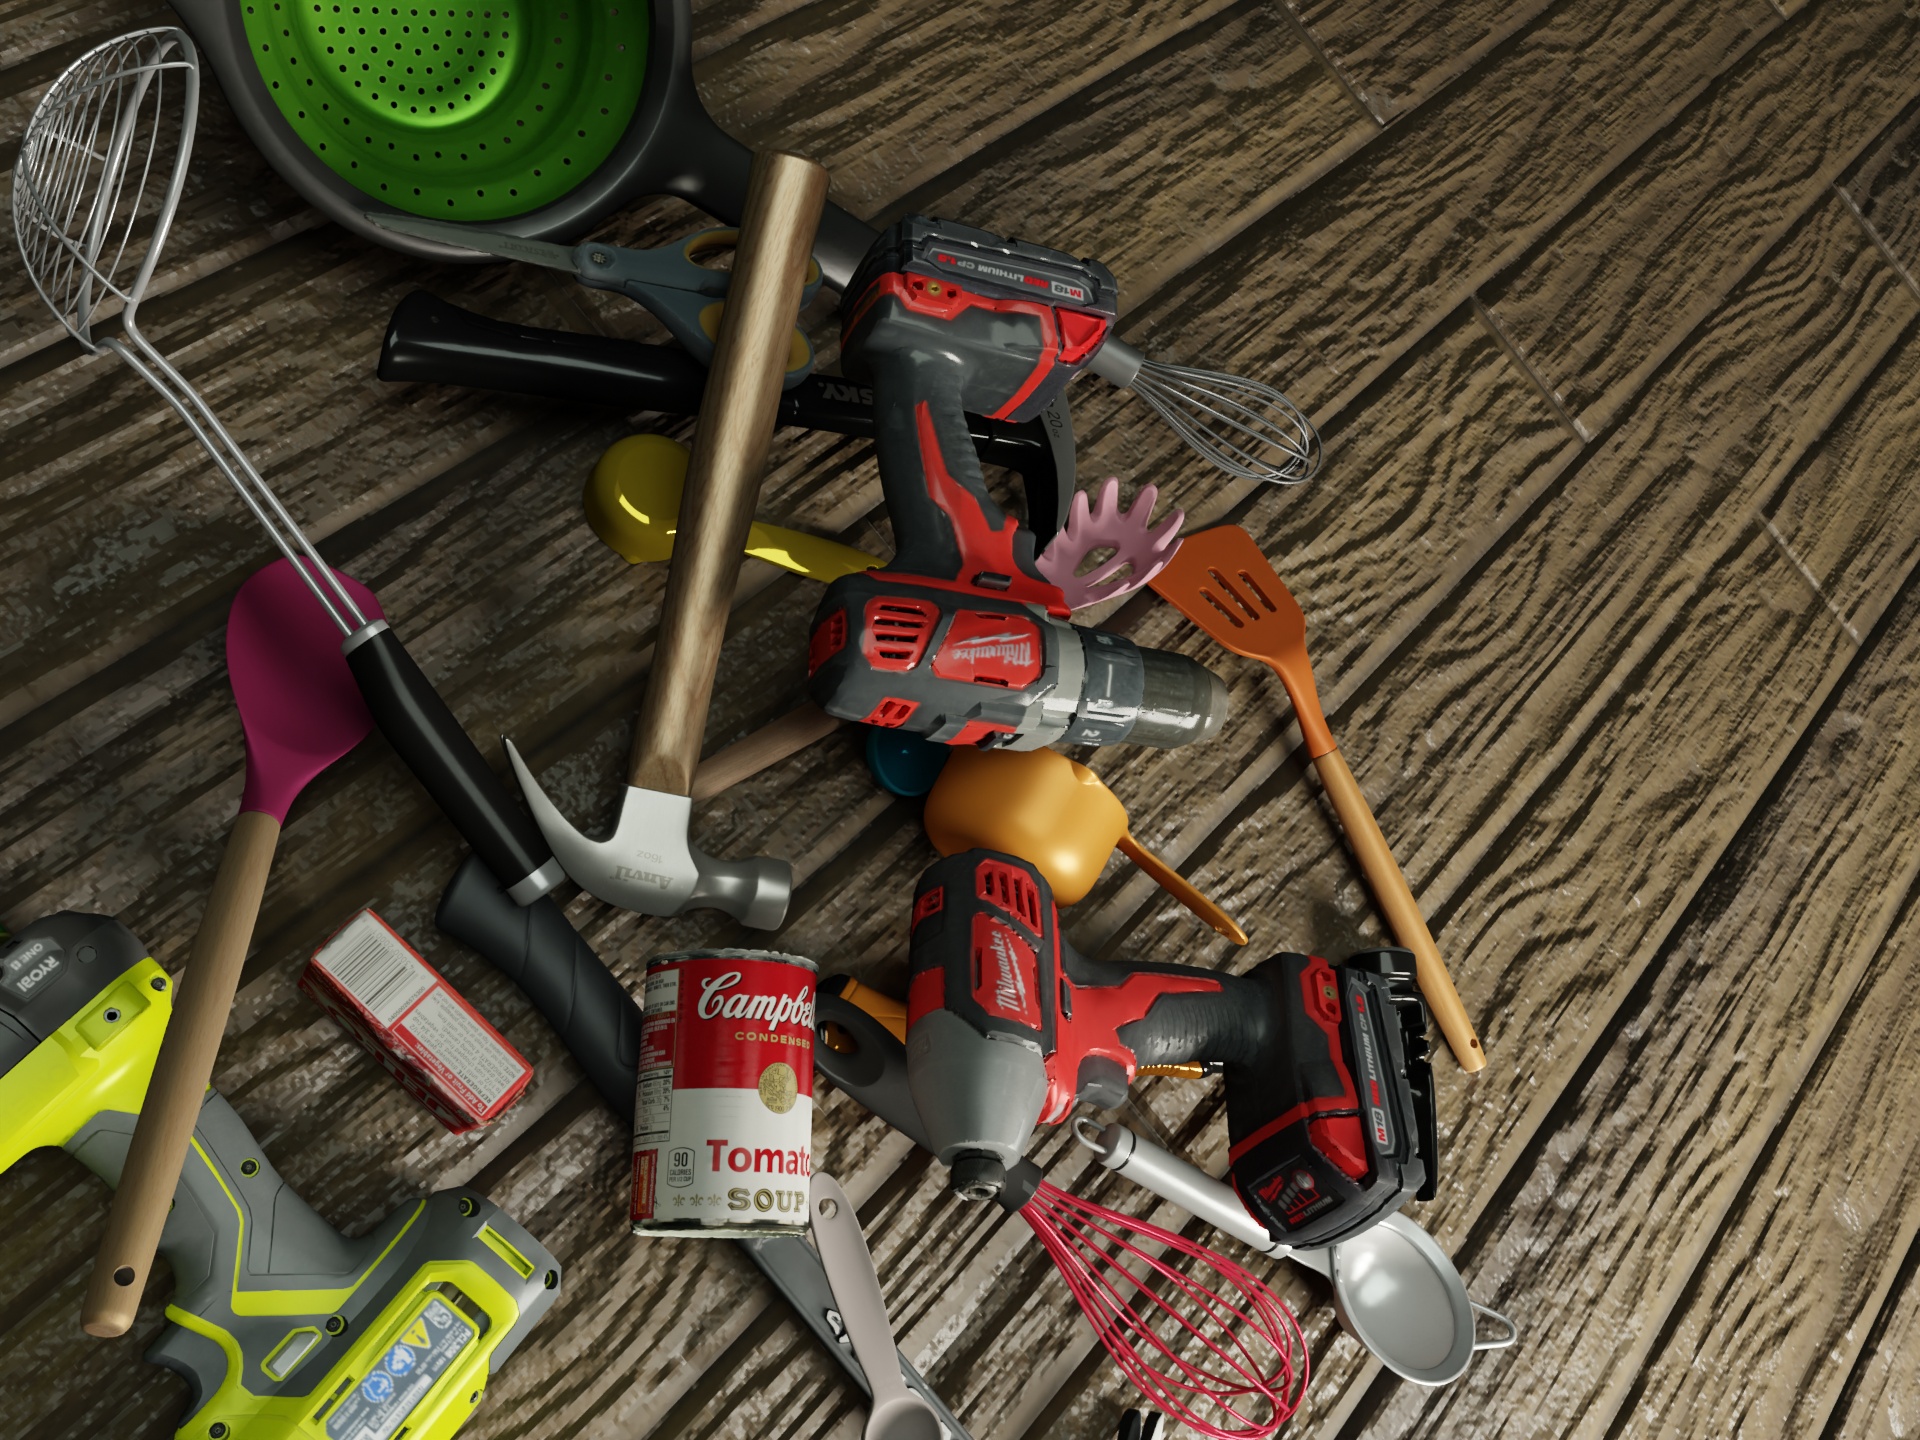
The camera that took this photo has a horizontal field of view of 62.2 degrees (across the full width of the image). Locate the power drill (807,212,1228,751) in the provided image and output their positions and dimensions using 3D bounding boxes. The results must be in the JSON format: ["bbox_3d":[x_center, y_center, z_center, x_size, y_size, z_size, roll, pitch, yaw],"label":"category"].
[{"bbox_3d":[0.028,-0.093,0.704,0.187,0.080,0.227,8,68,-22],"label":"power drill"}]

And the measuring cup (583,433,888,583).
[{"bbox_3d":[-0.097,-0.092,0.746,0.156,0.029,0.062,16,67,-18],"label":"measuring cup"}]

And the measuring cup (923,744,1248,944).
[{"bbox_3d":[0.059,0.073,0.736,0.173,0.095,0.052,38,70,-13],"label":"measuring cup"}]

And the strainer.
[{"bbox_3d":[0.150,0.241,0.736,0.258,0.050,0.087,33,38,-19],"label":"strainer"}]

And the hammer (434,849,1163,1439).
[{"bbox_3d":[-0.073,0.211,0.655,0.149,0.036,0.409,-40,92,-32],"label":"hammer"}]

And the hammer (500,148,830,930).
[{"bbox_3d":[-0.108,-0.083,0.680,0.130,0.031,0.331,13,85,-20],"label":"hammer"}]

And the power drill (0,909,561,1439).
[{"bbox_3d":[-0.277,0.196,0.537,0.228,0.080,0.191,46,59,-9],"label":"power drill"}]

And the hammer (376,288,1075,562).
[{"bbox_3d":[-0.094,-0.148,0.739,0.334,0.035,0.146,3,58,-28],"label":"hammer"}]

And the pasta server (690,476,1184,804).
[{"bbox_3d":[-0.014,-0.035,0.765,0.316,0.040,0.060,-30,64,-29],"label":"pasta server"}]

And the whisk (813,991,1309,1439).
[{"bbox_3d":[0.041,0.213,0.681,0.295,0.073,0.073,42,60,-11],"label":"whisk"}]

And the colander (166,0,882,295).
[{"bbox_3d":[-0.169,-0.285,0.745,0.396,0.095,0.204,23,97,-37],"label":"colander"}]

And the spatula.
[{"bbox_3d":[0.200,0.041,0.854,0.081,0.041,0.322,-25,89,-31],"label":"spatula"}]

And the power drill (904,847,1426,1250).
[{"bbox_3d":[0.079,0.146,0.667,0.219,0.078,0.143,19,47,-20],"label":"power drill"}]

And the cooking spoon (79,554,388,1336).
[{"bbox_3d":[-0.256,0.057,0.564,0.068,0.017,0.319,30,38,-32],"label":"cooking spoon"}]

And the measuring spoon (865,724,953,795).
[{"bbox_3d":[-0.001,-0.002,0.775,0.128,0.021,0.042,-32,105,-40],"label":"measuring spoon"}]

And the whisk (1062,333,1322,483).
[{"bbox_3d":[0.094,-0.194,0.868,0.239,0.055,0.055,27,63,-11],"label":"whisk"}]

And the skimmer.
[{"bbox_3d":[-0.249,-0.095,0.628,0.363,0.127,0.090,56,41,-7],"label":"skimmer"}]

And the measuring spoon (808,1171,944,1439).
[{"bbox_3d":[-0.040,0.242,0.635,0.034,0.018,0.124,-9,69,-32],"label":"measuring spoon"}]

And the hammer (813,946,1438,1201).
[{"bbox_3d":[0.083,0.161,0.748,0.336,0.034,0.127,8,69,-24],"label":"hammer"}]
